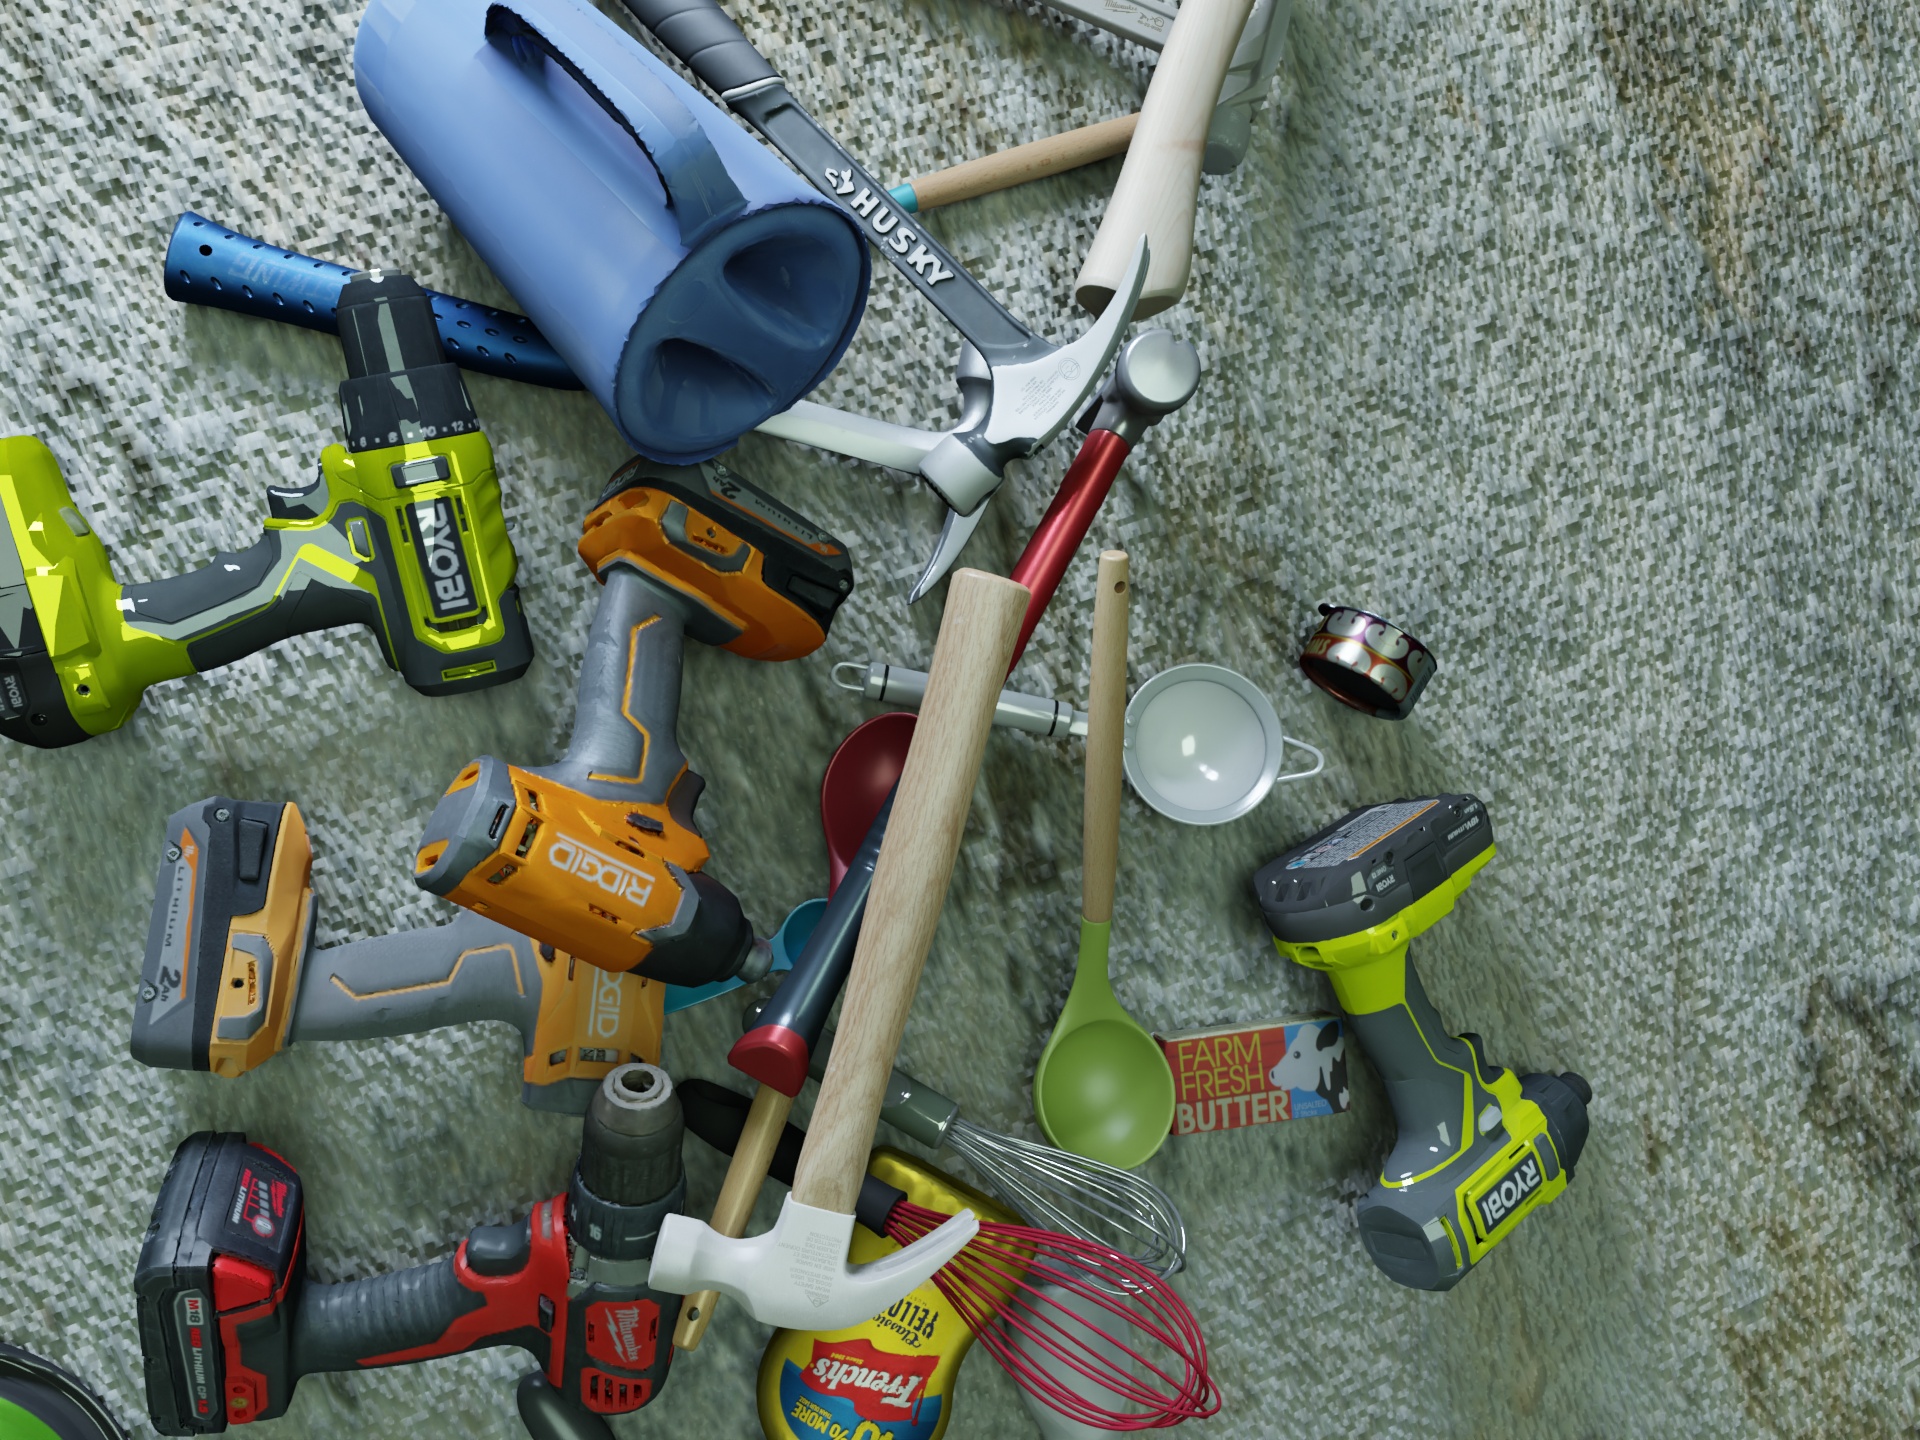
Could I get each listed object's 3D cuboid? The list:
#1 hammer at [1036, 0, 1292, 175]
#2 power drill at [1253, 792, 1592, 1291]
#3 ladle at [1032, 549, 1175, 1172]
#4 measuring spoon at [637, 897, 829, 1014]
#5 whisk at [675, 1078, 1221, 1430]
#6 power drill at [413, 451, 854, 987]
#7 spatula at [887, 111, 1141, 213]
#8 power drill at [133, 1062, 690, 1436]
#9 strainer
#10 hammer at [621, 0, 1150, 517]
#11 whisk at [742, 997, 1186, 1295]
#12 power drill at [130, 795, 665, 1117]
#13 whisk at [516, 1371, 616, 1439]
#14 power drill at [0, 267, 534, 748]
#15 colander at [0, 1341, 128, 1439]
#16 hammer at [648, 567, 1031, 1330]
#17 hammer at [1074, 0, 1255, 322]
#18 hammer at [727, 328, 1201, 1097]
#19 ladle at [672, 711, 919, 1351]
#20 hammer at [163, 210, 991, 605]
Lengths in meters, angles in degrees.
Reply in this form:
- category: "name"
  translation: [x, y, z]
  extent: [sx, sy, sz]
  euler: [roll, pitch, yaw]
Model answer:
- category: "hammer"
  translation: [0.002, -0.414, 0.830]
  extent: [0.359, 0.036, 0.149]
  euler: [19, 73, -10]
- category: "power drill"
  translation: [0.254, 0.159, 0.842]
  extent: [0.171, 0.080, 0.223]
  euler: [-25, 97, -34]
- category: "ladle"
  translation: [0.073, 0.076, 0.763]
  extent: [0.078, 0.062, 0.320]
  euler: [-11, 116, -24]
- category: "measuring spoon"
  translation: [-0.110, 0.126, 0.799]
  extent: [0.128, 0.021, 0.042]
  euler: [-19, 71, -4]
- category: "whisk"
  translation: [-0.015, 0.237, 0.733]
  extent: [0.296, 0.073, 0.073]
  euler: [23, 81, 22]
- category: "power drill"
  translation: [-0.129, 0.006, 0.728]
  extent: [0.164, 0.084, 0.227]
  euler: [32, 62, -28]
- category: "spatula"
  translation: [0.001, -0.283, 0.825]
  extent: [0.317, 0.044, 0.082]
  euler: [-22, 80, -14]
- category: "power drill"
  translation: [-0.230, 0.229, 0.700]
  extent: [0.226, 0.080, 0.187]
  euler: [3, 119, -14]
- category: "strainer"
  translation: [0.059, 0.000, 0.830]
  extent: [0.258, 0.050, 0.087]
  euler: [12, 78, -7]
- category: "hammer"
  translation: [-0.082, -0.291, 0.758]
  extent: [0.149, 0.036, 0.409]
  euler: [-44, 82, 6]
- category: "whisk"
  translation: [0.000, 0.202, 0.774]
  extent: [0.246, 0.059, 0.058]
  euler: [28, 59, 10]
- category: "power drill"
  translation: [-0.243, 0.084, 0.736]
  extent: [0.226, 0.084, 0.185]
  euler: [8, 79, -17]
- category: "whisk"
  translation: [-0.119, 0.425, 0.766]
  extent: [0.070, 0.070, 0.284]
  euler: [-40, 91, -12]
- category: "power drill"
  translation: [-0.321, -0.091, 0.712]
  extent: [0.228, 0.080, 0.190]
  euler: [-14, 104, -14]
- category: "colander"
  translation: [-0.523, 0.324, 0.651]
  extent: [0.397, 0.094, 0.204]
  euler: [38, 80, -9]
- category: "hammer"
  translation: [-0.027, 0.098, 0.685]
  extent: [0.130, 0.031, 0.331]
  euler: [16, 88, -8]
- category: "hammer"
  translation: [0.130, -0.386, 0.820]
  extent: [0.146, 0.038, 0.411]
  euler: [23, 72, -7]
- category: "hammer"
  translation: [-0.001, -0.002, 0.764]
  extent: [0.038, 0.143, 0.386]
  euler: [29, 82, -4]
- category: "ladle"
  translation: [-0.073, 0.140, 0.761]
  extent: [0.069, 0.031, 0.316]
  euler: [15, 67, 10]
- category: "hammer"
  translation: [-0.173, -0.167, 0.784]
  extent: [0.405, 0.035, 0.144]
  euler: [13, 85, -12]
